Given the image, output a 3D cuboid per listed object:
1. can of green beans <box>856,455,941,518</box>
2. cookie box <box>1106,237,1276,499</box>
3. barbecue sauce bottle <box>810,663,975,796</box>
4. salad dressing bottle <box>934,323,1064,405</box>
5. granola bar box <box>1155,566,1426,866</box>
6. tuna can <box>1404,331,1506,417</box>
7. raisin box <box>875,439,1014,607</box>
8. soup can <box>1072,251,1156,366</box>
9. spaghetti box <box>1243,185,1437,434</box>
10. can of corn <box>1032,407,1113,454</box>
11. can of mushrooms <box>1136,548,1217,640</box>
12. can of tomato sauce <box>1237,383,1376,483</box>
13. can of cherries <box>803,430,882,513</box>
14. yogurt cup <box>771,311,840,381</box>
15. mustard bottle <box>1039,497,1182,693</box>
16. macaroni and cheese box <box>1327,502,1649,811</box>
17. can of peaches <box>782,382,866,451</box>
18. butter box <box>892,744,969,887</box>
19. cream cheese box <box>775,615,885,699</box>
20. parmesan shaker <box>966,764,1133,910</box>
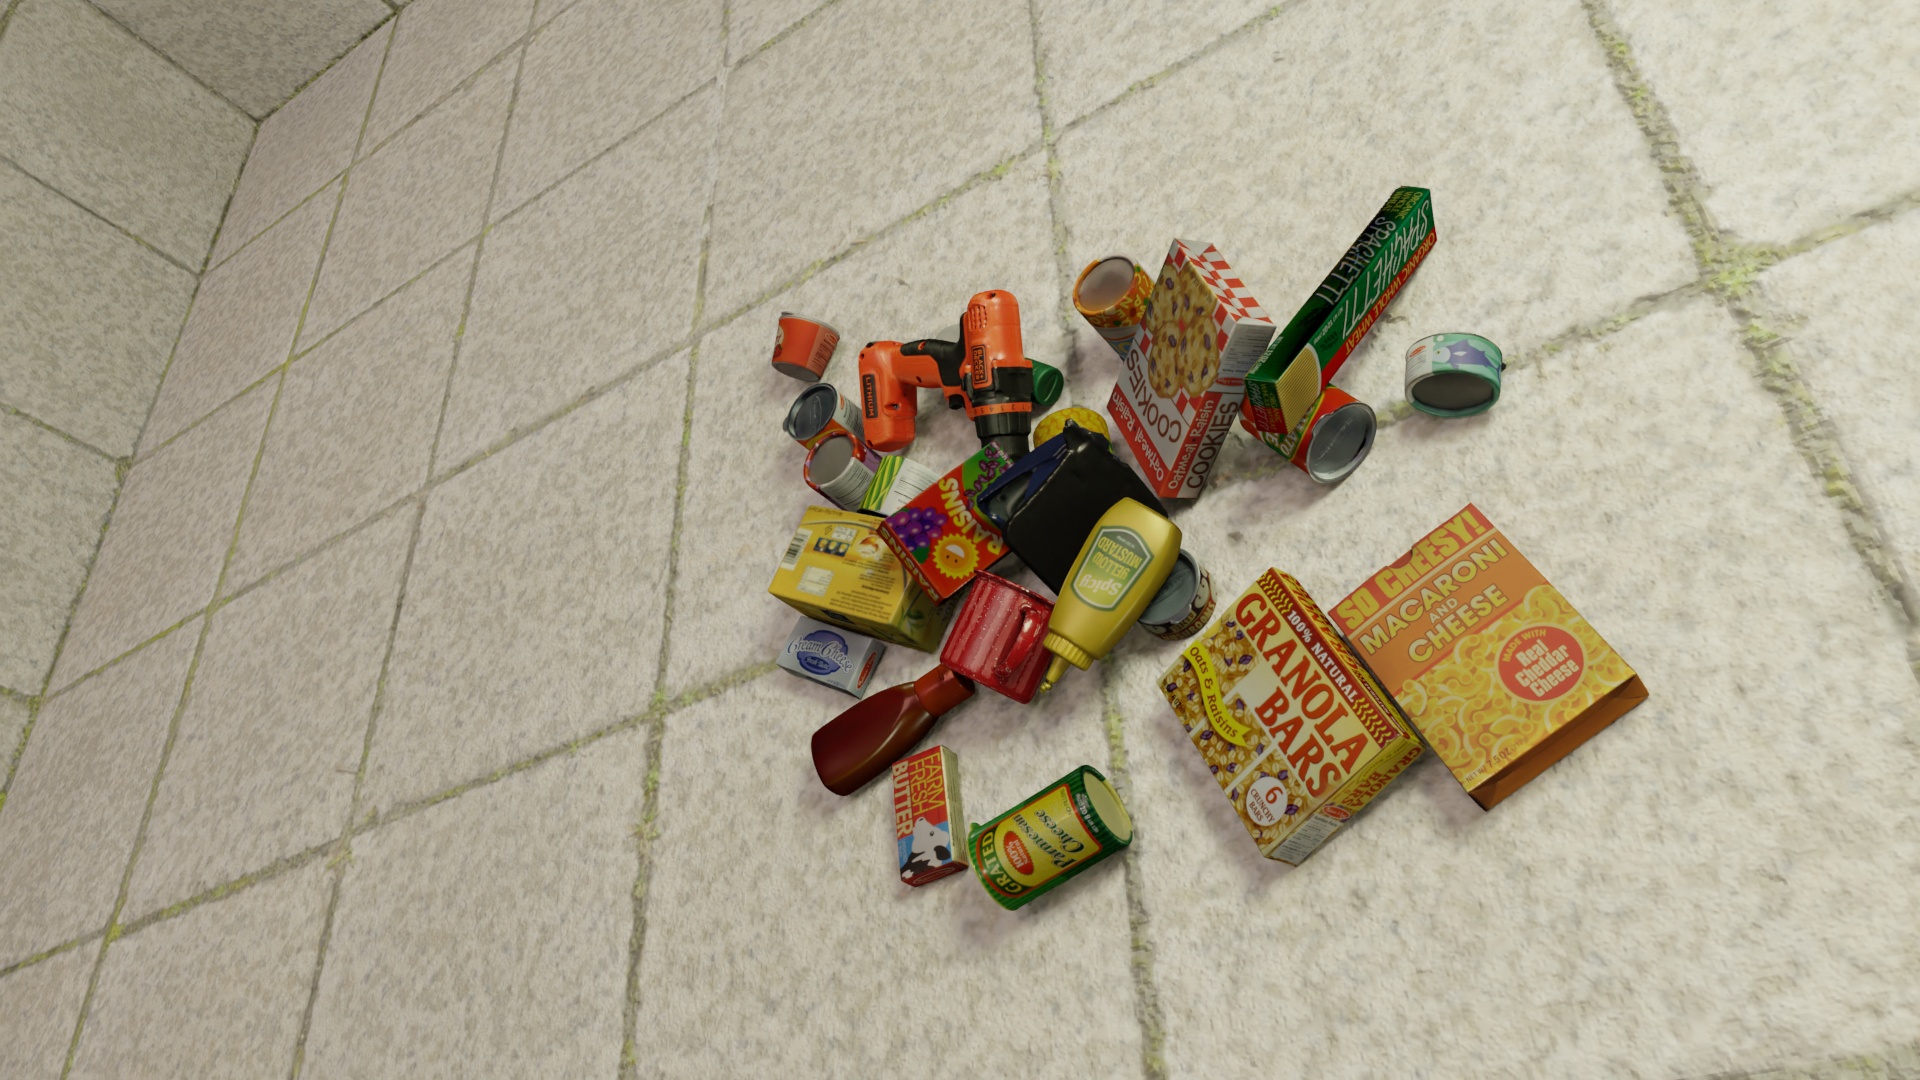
[{"bbox_3d":[-0.053,-0.038,1.272,0.071,0.071,0.058,11,70,43],"label":"can of green beans"},{"bbox_3d":[0.178,-0.134,1.098,0.123,0.040,0.166,-112,31,-45],"label":"cookie box"},{"bbox_3d":[-0.057,0.152,1.167,0.148,0.043,0.065,-35,46,16],"label":"barbecue sauce bottle"},{"bbox_3d":[0.034,-0.162,1.298,0.148,0.044,0.064,28,94,45],"label":"salad dressing bottle"},{"bbox_3d":[0.220,0.117,0.951,0.124,0.039,0.166,-48,42,19],"label":"granola bar box"},{"bbox_3d":[0.354,-0.117,0.993,0.071,0.071,0.033,-7,60,36],"label":"tuna can"},{"bbox_3d":[0.004,-0.015,1.168,0.124,0.086,0.040,-37,-4,-19],"label":"raisin box"},{"bbox_3d":[0.144,-0.197,1.202,0.071,0.083,0.071,-20,52,29],"label":"soup can"},{"bbox_3d":[0.288,-0.177,1.037,0.029,0.050,0.251,16,53,40],"label":"spaghetti box"},{"bbox_3d":[0.095,-0.071,1.169,0.071,0.071,0.058,-27,48,24],"label":"can of corn"},{"bbox_3d":[0.162,0.043,1.067,0.071,0.033,0.071,-20,51,28],"label":"can of mushrooms"},{"bbox_3d":[0.259,-0.092,1.048,0.071,0.071,0.083,-48,43,4],"label":"can of tomato sauce"},{"bbox_3d":[-0.110,-0.066,1.343,0.071,0.058,0.072,-20,52,29],"label":"can of cherries"},{"bbox_3d":[-0.168,-0.203,1.477,0.072,0.072,0.054,6,75,41],"label":"yogurt cup"},{"bbox_3d":[0.105,0.047,1.044,0.065,0.048,0.160,30,85,25],"label":"mustard bottle"},{"bbox_3d":[0.336,0.071,0.901,0.123,0.040,0.167,-40,45,11],"label":"macaroni and cheese box"},{"bbox_3d":[-0.133,-0.115,1.394,0.071,0.058,0.071,-20,53,29],"label":"can of peaches"},{"bbox_3d":[-0.025,0.220,1.111,0.053,0.024,0.104,-26,49,23],"label":"butter box"},{"bbox_3d":[-0.118,0.105,1.262,0.104,0.024,0.053,13,70,43],"label":"cream cheese box"},{"bbox_3d":[0.064,0.213,1.010,0.103,0.071,0.071,-35,46,17],"label":"parmesan shaker"}]
